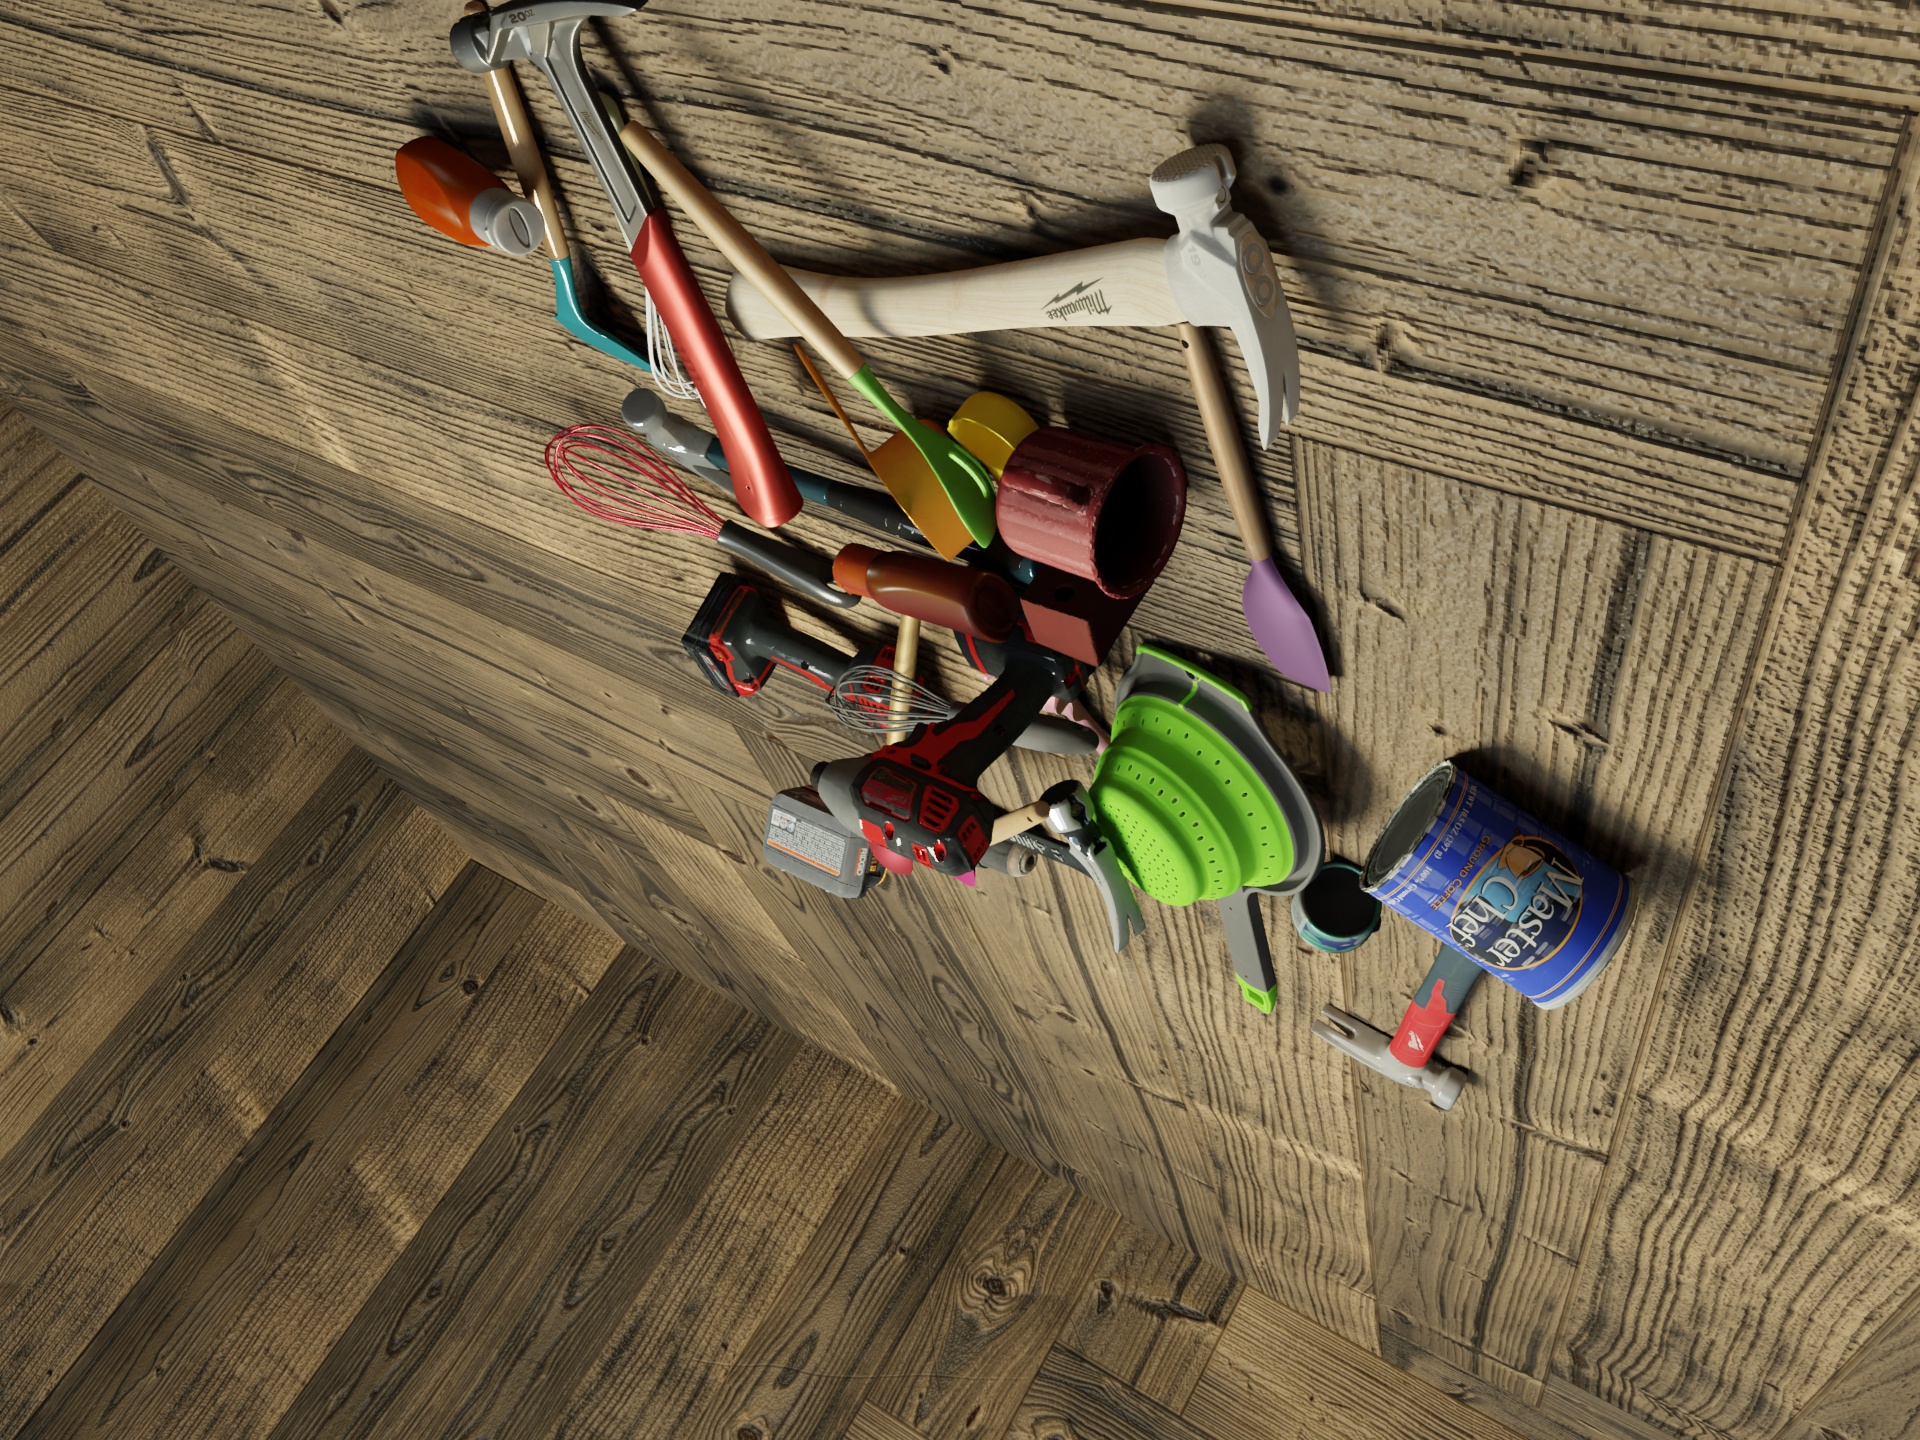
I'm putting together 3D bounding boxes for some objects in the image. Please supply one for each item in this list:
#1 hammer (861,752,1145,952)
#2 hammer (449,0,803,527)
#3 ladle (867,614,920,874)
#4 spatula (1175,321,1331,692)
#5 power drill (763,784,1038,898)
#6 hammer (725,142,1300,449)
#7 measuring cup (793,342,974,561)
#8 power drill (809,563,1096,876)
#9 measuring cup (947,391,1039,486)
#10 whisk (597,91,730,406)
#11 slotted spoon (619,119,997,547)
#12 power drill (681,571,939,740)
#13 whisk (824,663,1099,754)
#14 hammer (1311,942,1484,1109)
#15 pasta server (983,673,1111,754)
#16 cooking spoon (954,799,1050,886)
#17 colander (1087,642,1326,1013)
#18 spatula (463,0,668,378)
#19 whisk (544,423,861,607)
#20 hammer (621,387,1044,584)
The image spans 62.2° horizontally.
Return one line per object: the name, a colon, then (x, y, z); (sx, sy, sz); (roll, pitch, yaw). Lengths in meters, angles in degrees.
hammer: (0.014, 0.083, 1.321); (0.409, 0.036, 0.149); (17, 140, 60)
hammer: (-0.171, -0.270, 0.981); (0.149, 0.037, 0.358); (7, 138, 32)
ladle: (-0.050, 0.006, 1.313); (0.069, 0.031, 0.315); (45, 140, 40)
spatula: (0.169, -0.117, 0.934); (0.060, 0.018, 0.315); (29, 160, 38)
power drill: (-0.051, 0.114, 1.519); (0.185, 0.084, 0.226); (20, -166, 36)
hammer: (0.004, -0.226, 0.891); (0.411, 0.038, 0.146); (12, 139, 46)
measuring cup: (-0.040, -0.187, 1.035); (0.173, 0.052, 0.095); (54, -174, -2)
power drill: (-0.005, -0.001, 1.146); (0.143, 0.220, 0.078); (20, 154, 31)
measuring cup: (0.038, -0.162, 1.029); (0.062, 0.029, 0.156); (28, 170, 25)
whisk: (-0.200, -0.301, 1.042); (0.058, 0.059, 0.246); (-14, 144, 1)
slotted spoon: (-0.078, -0.221, 0.922); (0.313, 0.031, 0.070); (45, -160, -19)
power drill: (-0.120, -0.035, 1.438); (0.227, 0.080, 0.187); (21, 162, 19)
whisk: (-0.002, -0.003, 1.223); (0.239, 0.055, 0.055); (11, 150, 28)
hammer: (0.382, 0.226, 1.322); (0.143, 0.038, 0.386); (28, 158, 19)
pasta server: (0.131, 0.045, 1.300); (0.316, 0.040, 0.060); (45, 168, -29)
cooking spoon: (0.018, 0.091, 1.240); (0.069, 0.017, 0.319); (51, 163, 0)
colander: (0.180, 0.124, 1.216); (0.205, 0.094, 0.396); (32, 153, 42)
spatula: (-0.275, -0.345, 1.081); (0.082, 0.044, 0.317); (27, 152, 20)
whisk: (-0.214, -0.165, 1.323); (0.296, 0.073, 0.073); (27, 158, 5)
hammer: (-0.079, -0.158, 1.141); (0.331, 0.033, 0.128); (22, 176, 18)
